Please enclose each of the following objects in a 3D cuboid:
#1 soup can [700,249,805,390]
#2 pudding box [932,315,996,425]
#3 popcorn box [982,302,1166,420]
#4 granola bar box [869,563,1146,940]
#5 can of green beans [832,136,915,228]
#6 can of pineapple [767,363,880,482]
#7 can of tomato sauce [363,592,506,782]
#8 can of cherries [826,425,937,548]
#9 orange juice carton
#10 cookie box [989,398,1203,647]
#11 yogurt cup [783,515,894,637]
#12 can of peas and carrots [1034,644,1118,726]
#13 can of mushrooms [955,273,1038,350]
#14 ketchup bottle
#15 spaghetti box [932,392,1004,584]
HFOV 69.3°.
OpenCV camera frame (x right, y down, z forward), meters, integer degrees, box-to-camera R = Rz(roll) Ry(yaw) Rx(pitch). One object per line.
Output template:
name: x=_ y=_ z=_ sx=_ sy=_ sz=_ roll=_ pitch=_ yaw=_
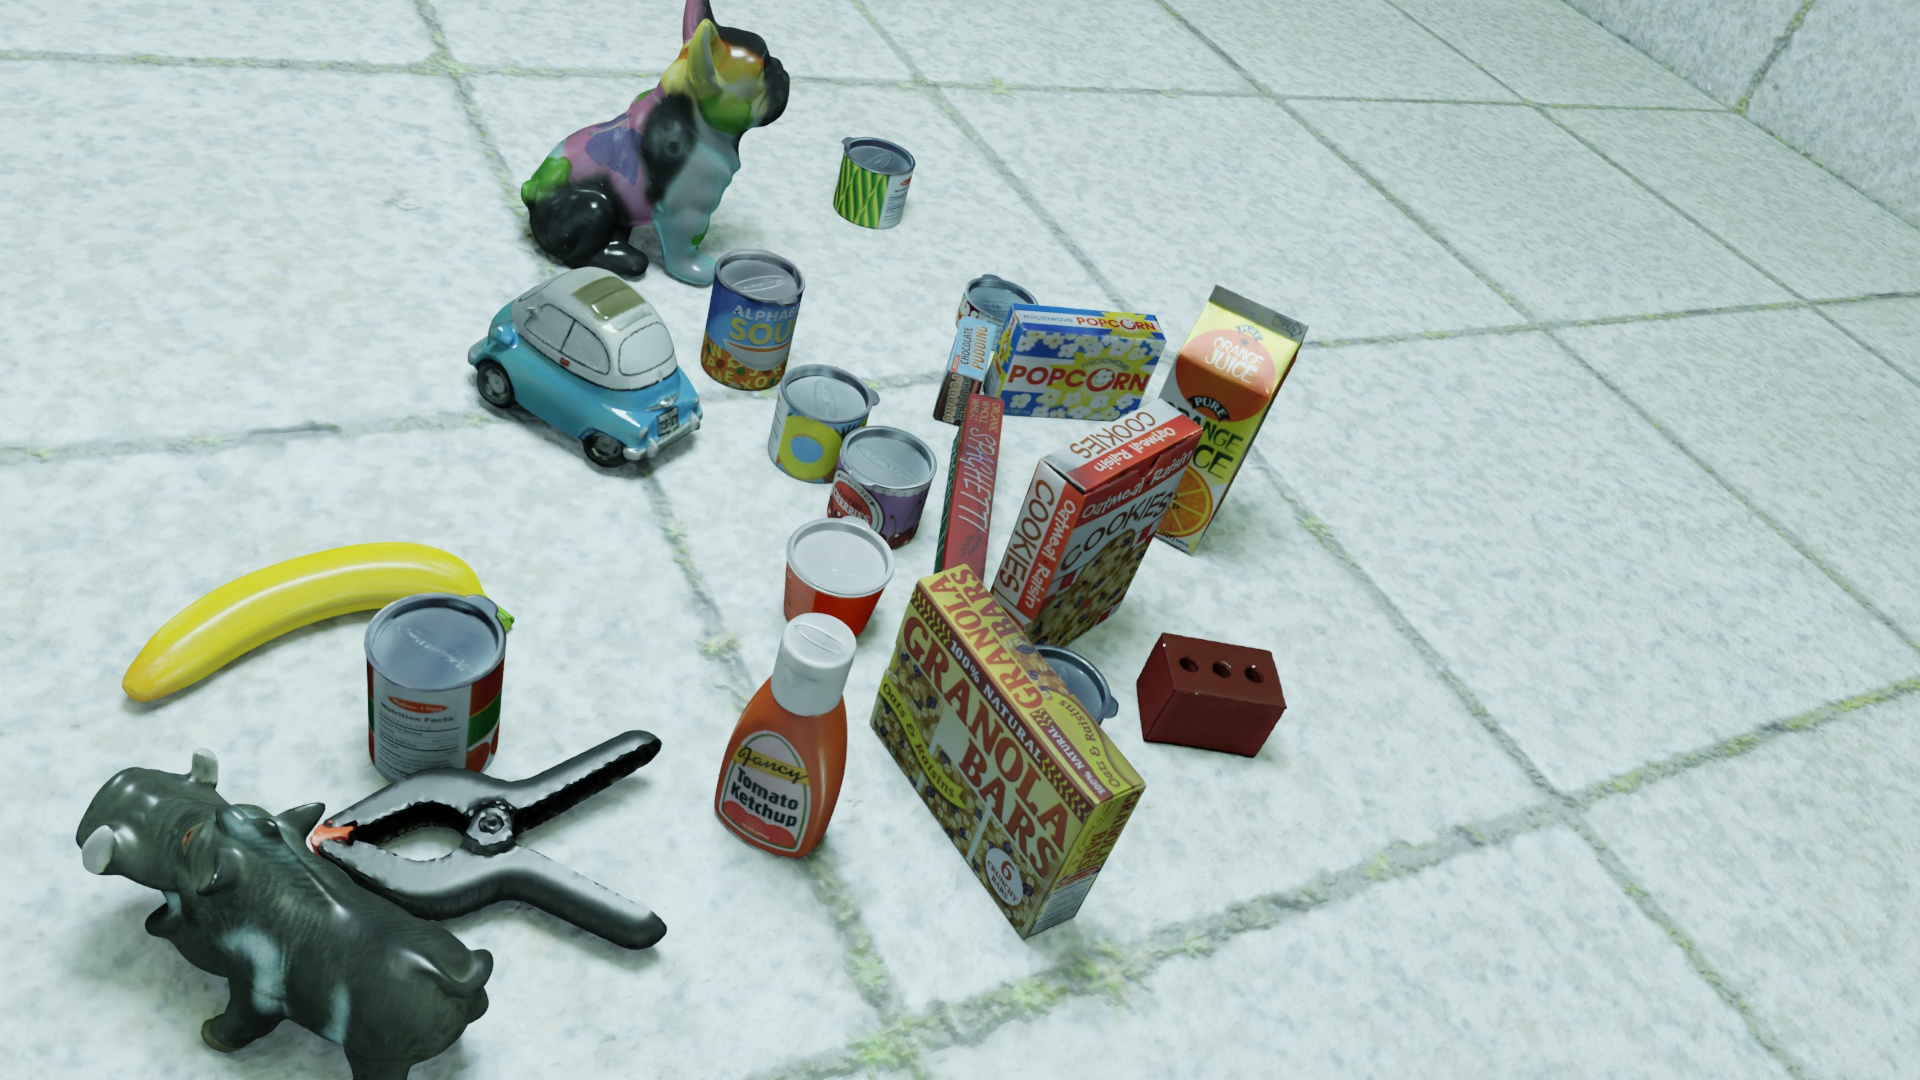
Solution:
soup can: x=-0.154 y=-0.162 z=1.033 sx=0.071 sy=0.083 sz=0.072 roll=11 pitch=41 yaw=-10
pudding box: x=0.004 y=-0.134 z=1.090 sx=0.030 sy=0.049 sz=0.084 roll=17 pitch=40 yaw=-3
popcorn box: x=0.090 y=-0.141 z=1.104 sx=0.127 sy=0.084 sz=0.038 roll=1 pitch=43 yaw=-20
granola bar box: x=0.018 y=0.114 z=0.758 sx=0.039 sy=0.123 sz=0.166 roll=-15 pitch=51 yaw=-34
can of green beans: x=-0.080 y=-0.327 z=1.269 sx=0.071 sy=0.057 sz=0.071 roll=11 pitch=41 yaw=-10
can of pineapple: x=-0.098 y=-0.082 z=0.986 sx=0.071 sy=0.057 sz=0.071 roll=11 pitch=41 yaw=-10
can of tomato sauce: x=-0.270 y=0.078 z=0.718 sx=0.071 sy=0.082 sz=0.071 roll=11 pitch=41 yaw=-10
can of cherries: x=-0.057 y=-0.035 z=0.948 sx=0.071 sy=0.058 sz=0.072 roll=11 pitch=41 yaw=-10
orange juice carton: x=0.180 y=-0.091 z=1.001 sx=0.072 sy=0.191 sz=0.073 roll=28 pitch=41 yaw=11
cookie box: x=0.078 y=0.001 z=0.876 sx=0.040 sy=0.166 sz=0.123 roll=40 pitch=44 yaw=23
yogurt cup: x=-0.080 y=0.027 z=0.872 sx=0.072 sy=0.053 sz=0.073 roll=11 pitch=41 yaw=-10
can of peas and carrots: x=0.052 y=0.106 z=0.831 sx=0.071 sy=0.058 sz=0.071 roll=11 pitch=41 yaw=-10
can of mushrooms: x=0.031 y=-0.194 z=1.181 sx=0.071 sy=0.033 sz=0.071 roll=11 pitch=41 yaw=-10
ketchup bottle: x=-0.086 y=0.100 z=0.714 sx=0.065 sy=0.148 sz=0.044 roll=27 pitch=40 yaw=9
spaghetti box: x=0.003 y=-0.012 z=0.952 sx=0.029 sy=0.049 sz=0.251 roll=14 pitch=40 yaw=-6
